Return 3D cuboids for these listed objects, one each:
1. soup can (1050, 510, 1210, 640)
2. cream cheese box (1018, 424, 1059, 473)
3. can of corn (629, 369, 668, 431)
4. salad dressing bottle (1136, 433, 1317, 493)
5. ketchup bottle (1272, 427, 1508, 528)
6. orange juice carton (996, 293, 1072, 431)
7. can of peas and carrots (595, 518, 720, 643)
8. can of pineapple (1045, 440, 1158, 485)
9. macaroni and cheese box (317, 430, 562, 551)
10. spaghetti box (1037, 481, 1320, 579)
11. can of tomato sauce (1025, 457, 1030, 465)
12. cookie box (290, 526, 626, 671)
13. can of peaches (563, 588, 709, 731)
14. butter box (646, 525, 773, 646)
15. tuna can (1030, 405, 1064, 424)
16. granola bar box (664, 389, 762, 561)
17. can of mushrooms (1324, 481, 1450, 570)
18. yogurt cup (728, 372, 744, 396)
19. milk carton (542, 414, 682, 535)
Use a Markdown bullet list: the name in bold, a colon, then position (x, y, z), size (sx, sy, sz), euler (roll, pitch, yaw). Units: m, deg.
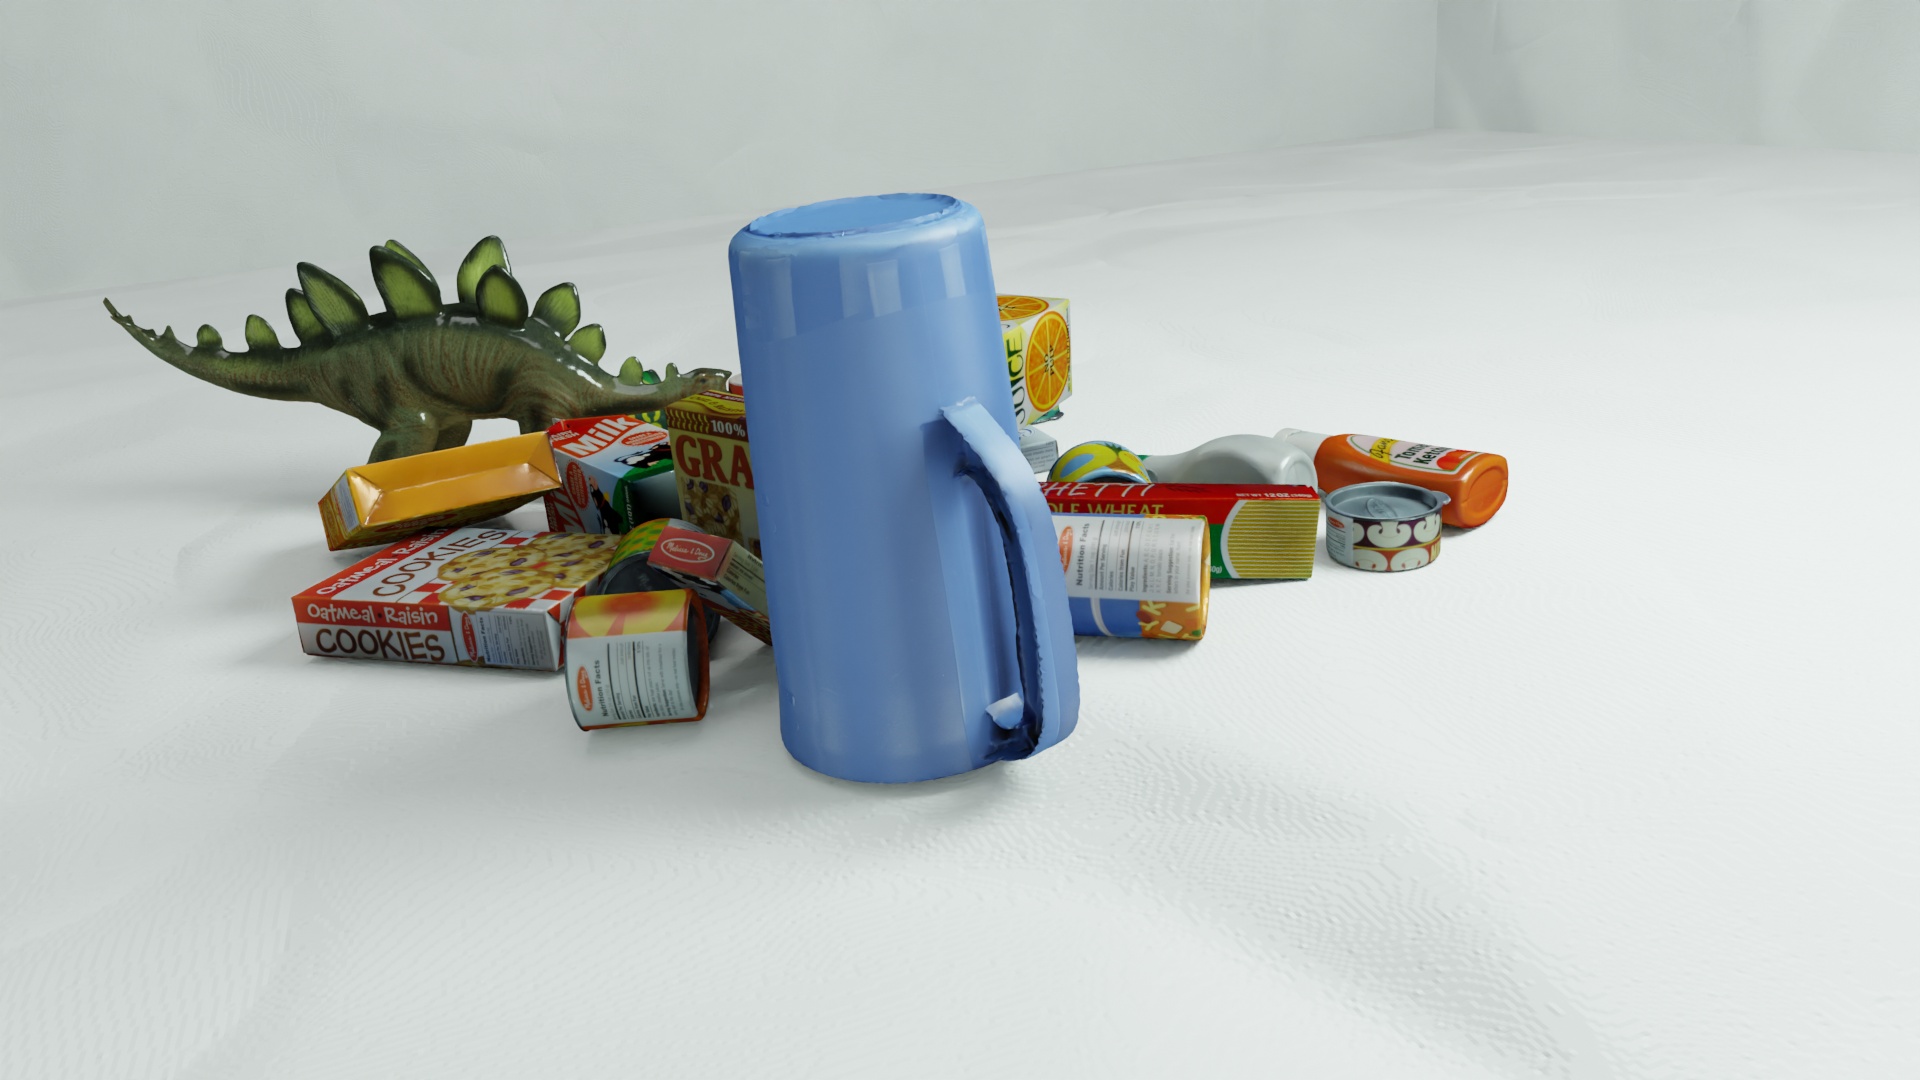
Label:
- **soup can**: position (0.087, 0.019, 0.733), size (0.084, 0.071, 0.071), euler (2, 21, 15)
- **cream cheese box**: position (0.016, -0.061, 1.021), size (0.104, 0.024, 0.053), euler (-13, 23, -21)
- **can of corn**: position (-0.274, -0.102, 1.141), size (0.058, 0.071, 0.071), euler (-16, 23, -26)
- **salad dressing bottle**: position (0.150, -0.036, 0.877), size (0.147, 0.064, 0.044), euler (5, 30, 46)
- **ketchup bottle**: position (0.268, -0.044, 0.891), size (0.065, 0.043, 0.149), euler (-21, 25, -38)
- **orange juice carton**: position (0.000, -0.104, 0.908), size (0.073, 0.071, 0.193), euler (10, 27, 29)
- **can of peas and carrots**: position (-0.165, 0.029, 0.764), size (0.071, 0.070, 0.059), euler (-6, 19, -3)
- **can of pineapple**: position (0.087, -0.022, 0.837), size (0.071, 0.070, 0.058), euler (-5, 21, 0)
- **macaroni and cheese box**: position (-0.348, -0.030, 0.919), size (0.124, 0.040, 0.166), euler (-15, 1, -31)
- **spaghetti box**: position (0.077, -0.006, 0.786), size (0.250, 0.050, 0.029), euler (0, 19, -3)
- **can of tomato sauce**: position (0.003, -0.010, 0.832), size (0.083, 0.071, 0.071), euler (-7, 20, -4)
- **cookie box**: position (-0.279, 0.032, 0.814), size (0.167, 0.040, 0.123), euler (2, 20, 17)
- **can of peaches**: position (-0.156, 0.057, 0.680), size (0.058, 0.071, 0.071), euler (-5, 20, -1)
- **butter box**: position (-0.108, 0.029, 0.716), size (0.053, 0.103, 0.024), euler (11, 70, 37)
- **tuna can**: position (0.052, -0.120, 1.163), size (0.071, 0.032, 0.071), euler (-5, 20, 2)
- **granola bar box**: position (-0.089, -0.012, 0.770), size (0.165, 0.123, 0.039), euler (12, 27, 38)
- **can of mushrooms**: position (0.250, -0.009, 0.814), size (0.071, 0.033, 0.071), euler (-4, 19, 2)
- **yogurt cup**: position (-0.163, -0.111, 1.155), size (0.072, 0.053, 0.072), euler (-4, 21, 2)
- **milk carton**: position (-0.229, -0.035, 0.937), size (0.074, 0.072, 0.191), euler (-20, 25, -35)
